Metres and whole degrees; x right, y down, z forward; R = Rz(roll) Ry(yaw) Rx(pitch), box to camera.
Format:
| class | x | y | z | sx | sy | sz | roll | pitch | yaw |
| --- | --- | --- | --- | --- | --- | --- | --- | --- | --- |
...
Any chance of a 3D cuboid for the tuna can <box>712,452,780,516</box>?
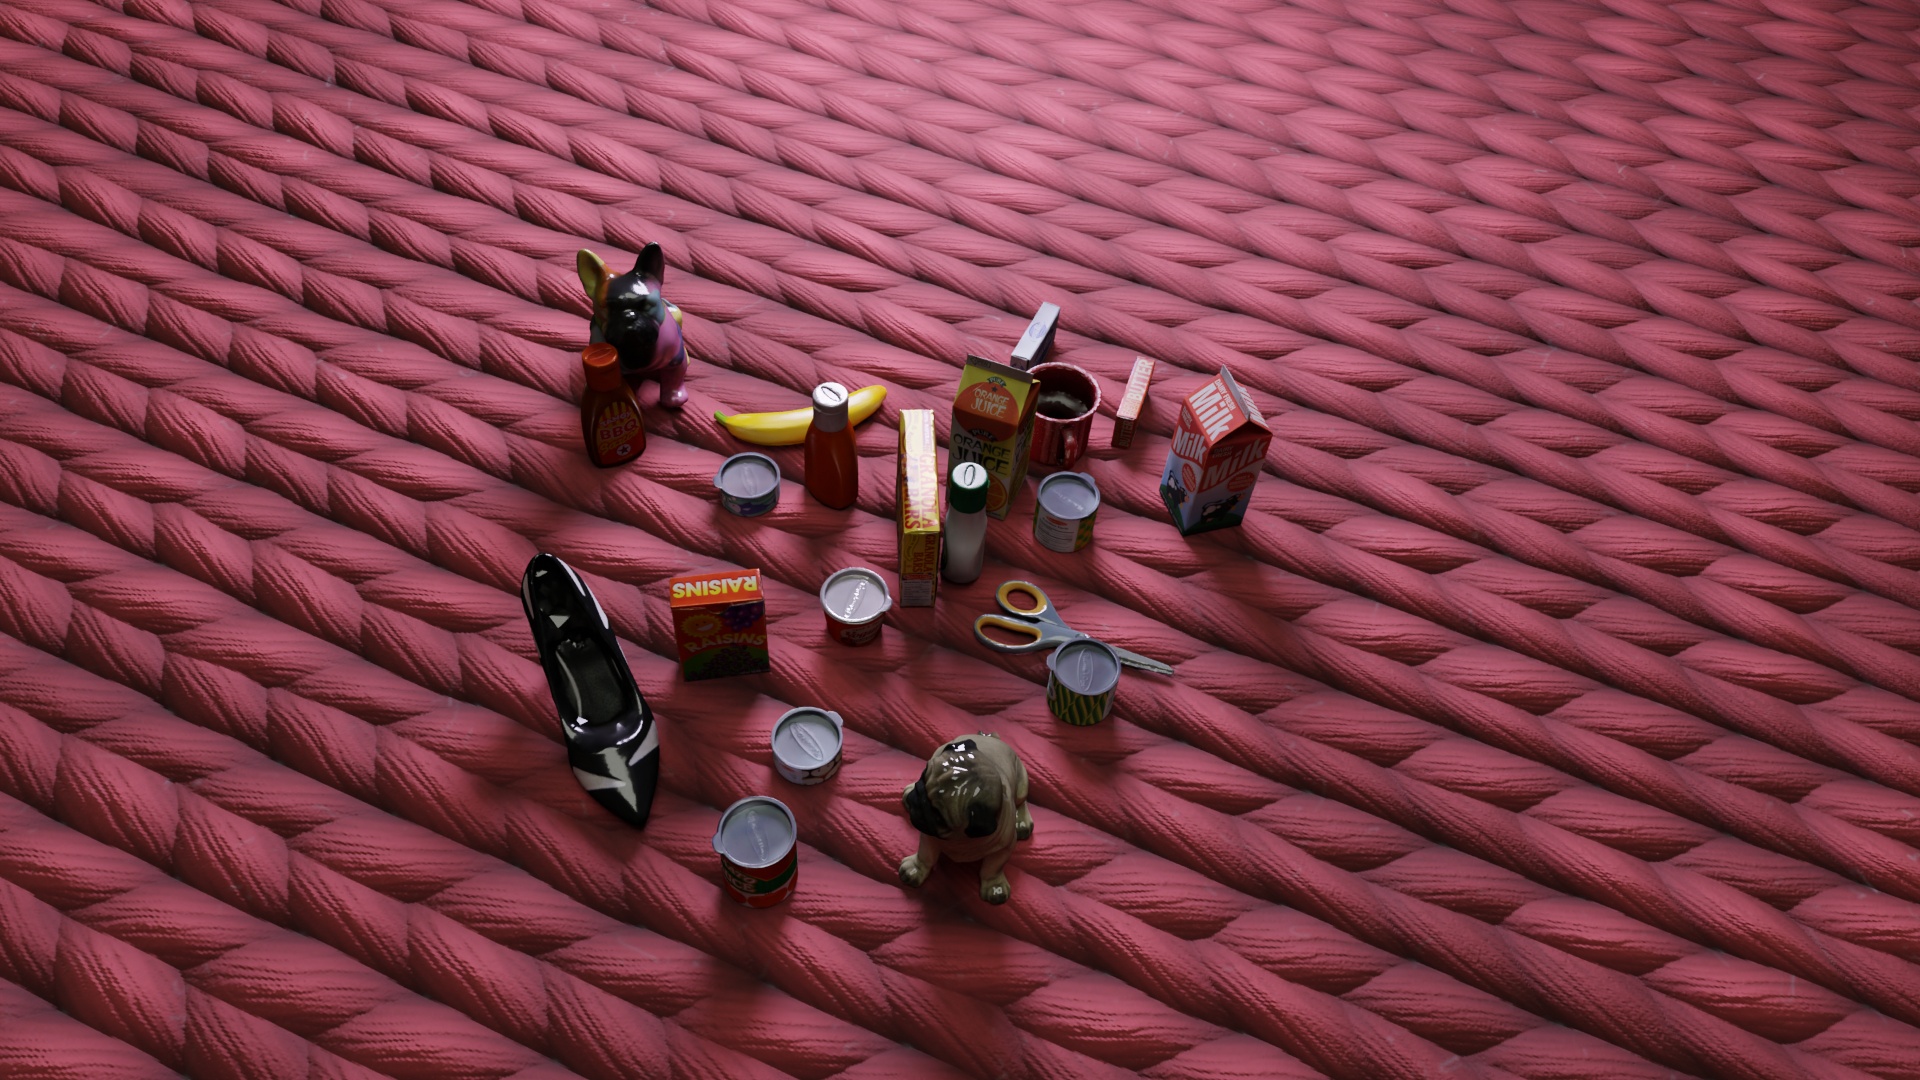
| class | x | y | z | sx | sy | sz | roll | pitch | yaw |
| --- | --- | --- | --- | --- | --- | --- | --- | --- | --- |
| tuna can | -0.228 | -0.059 | 1.486 | 0.071 | 0.032 | 0.071 | 2 | 51 | -3 |

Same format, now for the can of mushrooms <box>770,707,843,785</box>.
| class | x | y | z | sx | sy | sz | roll | pitch | yaw |
| --- | --- | --- | --- | --- | --- | --- | --- | --- | --- |
| can of mushrooms | -0.140 | 0.190 | 1.290 | 0.071 | 0.033 | 0.071 | 2 | 51 | -3 |

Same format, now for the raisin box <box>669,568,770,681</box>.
| class | x | y | z | sx | sy | sz | roll | pitch | yaw |
| --- | --- | --- | --- | --- | --- | --- | --- | --- | --- |
| raisin box | -0.227 | 0.081 | 1.313 | 0.086 | 0.122 | 0.040 | -5 | 52 | -9 |

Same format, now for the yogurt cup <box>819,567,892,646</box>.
| class | x | y | z | sx | sy | sz | roll | pitch | yaw |
| --- | --- | --- | --- | --- | --- | --- | --- | --- | --- |
| yogurt cup | -0.105 | 0.069 | 1.378 | 0.072 | 0.053 | 0.073 | 2 | 51 | -3 |

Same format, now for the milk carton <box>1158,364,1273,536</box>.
| class | x | y | z | sx | sy | sz | roll | pitch | yaw |
| --- | --- | --- | --- | --- | --- | --- | --- | --- | --- |
| milk carton | 0.269 | -0.094 | 1.455 | 0.073 | 0.189 | 0.072 | -11 | 53 | -14 |

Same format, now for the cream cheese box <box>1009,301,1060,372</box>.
| class | x | y | z | sx | sy | sz | roll | pitch | yaw |
| --- | --- | --- | --- | --- | --- | --- | --- | --- | --- |
| cream cheese box | 0.087 | -0.229 | 1.637 | 0.024 | 0.053 | 0.104 | 21 | 52 | 12 |

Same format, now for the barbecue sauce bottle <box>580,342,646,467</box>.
| class | x | y | z | sx | sy | sz | roll | pitch | yaw |
| --- | --- | --- | --- | --- | --- | --- | --- | --- | --- |
| barbecue sauce bottle | -0.372 | -0.144 | 1.469 | 0.065 | 0.147 | 0.044 | -25 | 57 | -23 |

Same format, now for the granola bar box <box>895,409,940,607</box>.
| class | x | y | z | sx | sy | sz | roll | pitch | yaw |
| --- | --- | --- | --- | --- | --- | --- | --- | --- | --- |
| granola bar box | -0.044 | -0.033 | 1.422 | 0.039 | 0.123 | 0.166 | 0 | 51 | -5 |

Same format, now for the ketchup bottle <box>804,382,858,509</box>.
| class | x | y | z | sx | sy | sz | roll | pitch | yaw |
| --- | --- | --- | --- | --- | --- | --- | --- | --- | --- |
| ketchup bottle | -0.136 | -0.100 | 1.453 | 0.065 | 0.148 | 0.044 | 39 | 58 | 24 |

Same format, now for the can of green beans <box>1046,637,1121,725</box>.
| class | x | y | z | sx | sy | sz | roll | pitch | yaw |
| --- | --- | --- | --- | --- | --- | --- | --- | --- | --- |
| can of green beans | 0.118 | 0.136 | 1.340 | 0.071 | 0.057 | 0.071 | 2 | 51 | -3 |

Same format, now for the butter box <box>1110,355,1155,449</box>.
| class | x | y | z | sx | sy | sz | roll | pitch | yaw |
| --- | --- | --- | --- | --- | --- | --- | --- | --- | --- |
| butter box | 0.198 | -0.157 | 1.589 | 0.024 | 0.052 | 0.104 | 16 | 51 | 8 |

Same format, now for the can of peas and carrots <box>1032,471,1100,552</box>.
| class | x | y | z | sx | sy | sz | roll | pitch | yaw |
| --- | --- | --- | --- | --- | --- | --- | --- | --- | --- |
| can of peas and carrots | 0.113 | -0.031 | 1.475 | 0.071 | 0.058 | 0.071 | 2 | 51 | -3 |

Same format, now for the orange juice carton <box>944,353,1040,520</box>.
| class | x | y | z | sx | sy | sz | roll | pitch | yaw |
| --- | --- | --- | --- | --- | --- | --- | --- | --- | --- |
| orange juice carton | 0.034 | -0.116 | 1.452 | 0.072 | 0.191 | 0.073 | 19 | 52 | 10 |

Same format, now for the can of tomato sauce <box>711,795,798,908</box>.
| class | x | y | z | sx | sy | sz | roll | pitch | yaw |
| --- | --- | --- | --- | --- | --- | --- | --- | --- | --- |
| can of tomato sauce | -0.174 | 0.269 | 1.191 | 0.071 | 0.082 | 0.071 | 2 | 51 | -3 |

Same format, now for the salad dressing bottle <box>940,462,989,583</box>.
| class | x | y | z | sx | sy | sz | roll | pitch | yaw |
| --- | --- | --- | --- | --- | --- | --- | --- | --- | --- |
| salad dressing bottle | 0.005 | -0.018 | 1.398 | 0.044 | 0.146 | 0.064 | 8 | 51 | 2 |
